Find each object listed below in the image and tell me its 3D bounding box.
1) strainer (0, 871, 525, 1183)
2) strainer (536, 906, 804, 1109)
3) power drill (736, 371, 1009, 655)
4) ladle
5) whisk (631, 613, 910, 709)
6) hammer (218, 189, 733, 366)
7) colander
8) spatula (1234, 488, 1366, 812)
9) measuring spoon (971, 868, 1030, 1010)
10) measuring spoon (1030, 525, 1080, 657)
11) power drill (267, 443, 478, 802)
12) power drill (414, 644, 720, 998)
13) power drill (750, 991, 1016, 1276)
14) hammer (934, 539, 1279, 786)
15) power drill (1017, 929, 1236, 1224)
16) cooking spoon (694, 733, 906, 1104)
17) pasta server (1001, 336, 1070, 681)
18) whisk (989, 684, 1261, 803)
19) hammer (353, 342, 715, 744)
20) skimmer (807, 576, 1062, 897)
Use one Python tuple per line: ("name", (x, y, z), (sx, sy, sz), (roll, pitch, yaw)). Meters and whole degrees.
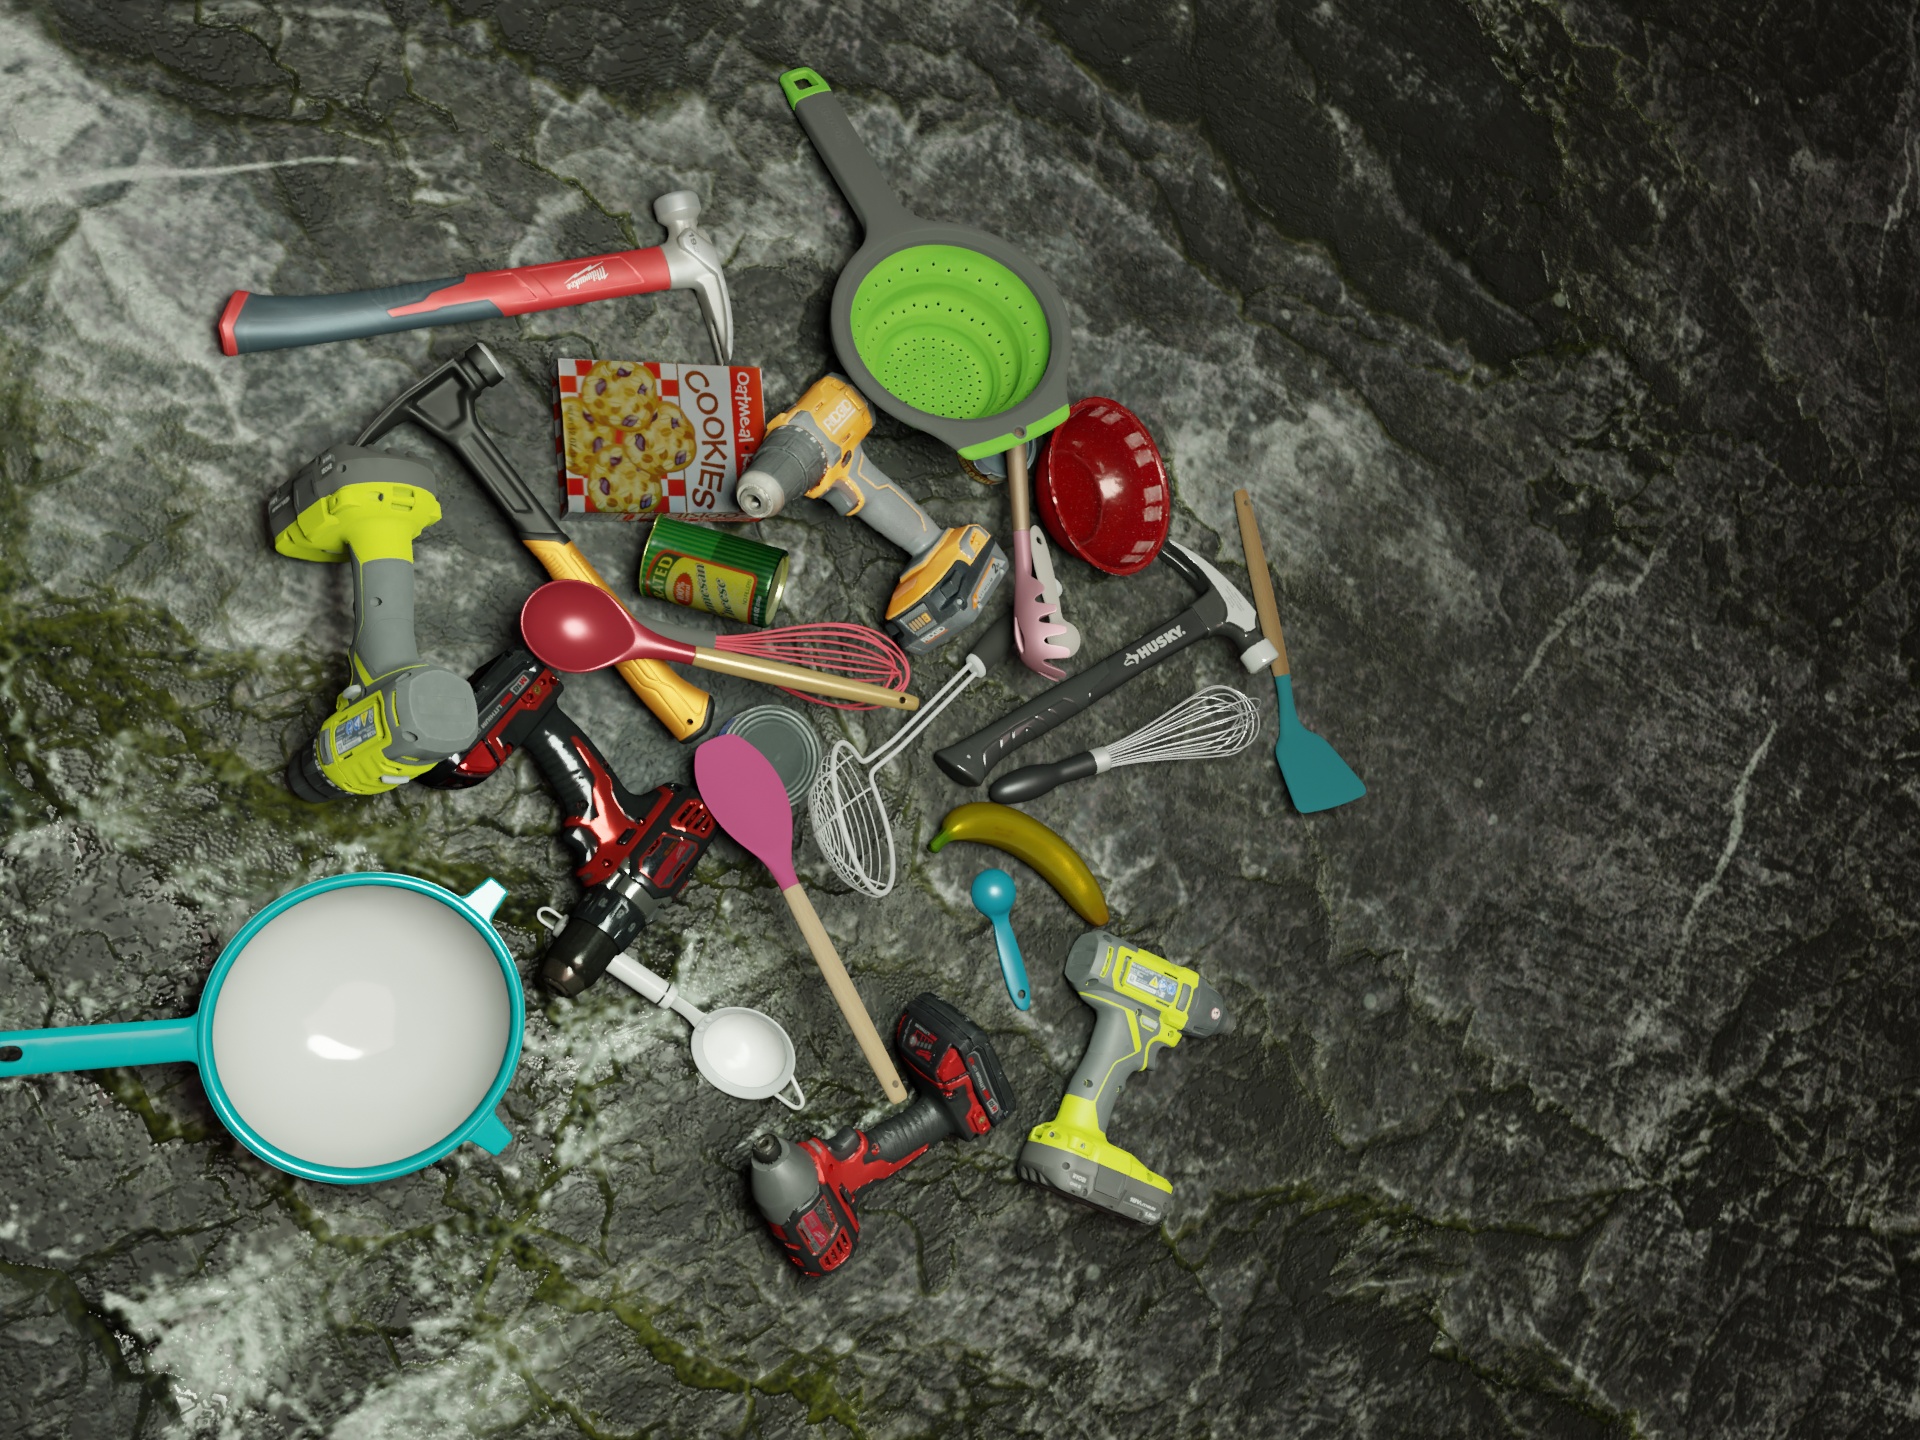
("strainer", (-0.481, 0.213, 1.102), (0.340, 0.095, 0.211), (-1, 87, -21))
("strainer", (-0.223, 0.220, 1.252), (0.258, 0.050, 0.087), (37, 115, -13))
("power drill", (-0.076, -0.161, 1.304), (0.226, 0.084, 0.185), (48, 38, -14))
("ladle", (-0.180, -0.046, 1.224), (0.315, 0.031, 0.069), (13, 88, -19))
("whisk", (-0.182, -0.058, 1.291), (0.295, 0.073, 0.073), (9, 82, -18))
("hammer", (-0.366, -0.314, 1.234), (0.386, 0.038, 0.143), (-18, 95, -26))
("colander", (-0.055, -0.382, 1.371), (0.204, 0.094, 0.397), (-26, 78, -20))
("spatula", (0.312, -0.071, 1.535), (0.082, 0.044, 0.317), (-14, 90, -23))
("measuring spoon", (0.044, 0.192, 1.392), (0.042, 0.021, 0.128), (-15, 90, -26))
("measuring spoon", (0.084, -0.117, 1.409), (0.034, 0.018, 0.124), (-5, 77, -42))
("power drill", (-0.424, -0.060, 1.119), (0.080, 0.190, 0.229), (3, 72, -49))
("power drill", (-0.307, 0.077, 1.192), (0.226, 0.080, 0.188), (46, 57, -18))
("power drill", (-0.070, 0.329, 1.276), (0.220, 0.079, 0.143), (-38, 128, -22))
("hammer", (0.120, -0.040, 1.431), (0.335, 0.035, 0.146), (-30, 79, -20))
("power drill", (0.151, 0.319, 1.405), (0.171, 0.080, 0.223), (27, 71, -21))
("cooking spoon", (-0.121, 0.154, 1.242), (0.069, 0.017, 0.319), (-23, 80, -36))
("pasta server", (0.059, -0.189, 1.383), (0.040, 0.060, 0.316), (-1, 78, -13))
("whisk", (0.153, 0.028, 1.447), (0.284, 0.070, 0.070), (-17, 93, -21))
("hammer", (-0.309, -0.115, 1.216), (0.127, 0.034, 0.336), (-38, 102, -5))
("skimmer", (-0.002, -0.004, 1.330), (0.363, 0.090, 0.127), (-46, 128, -30))
